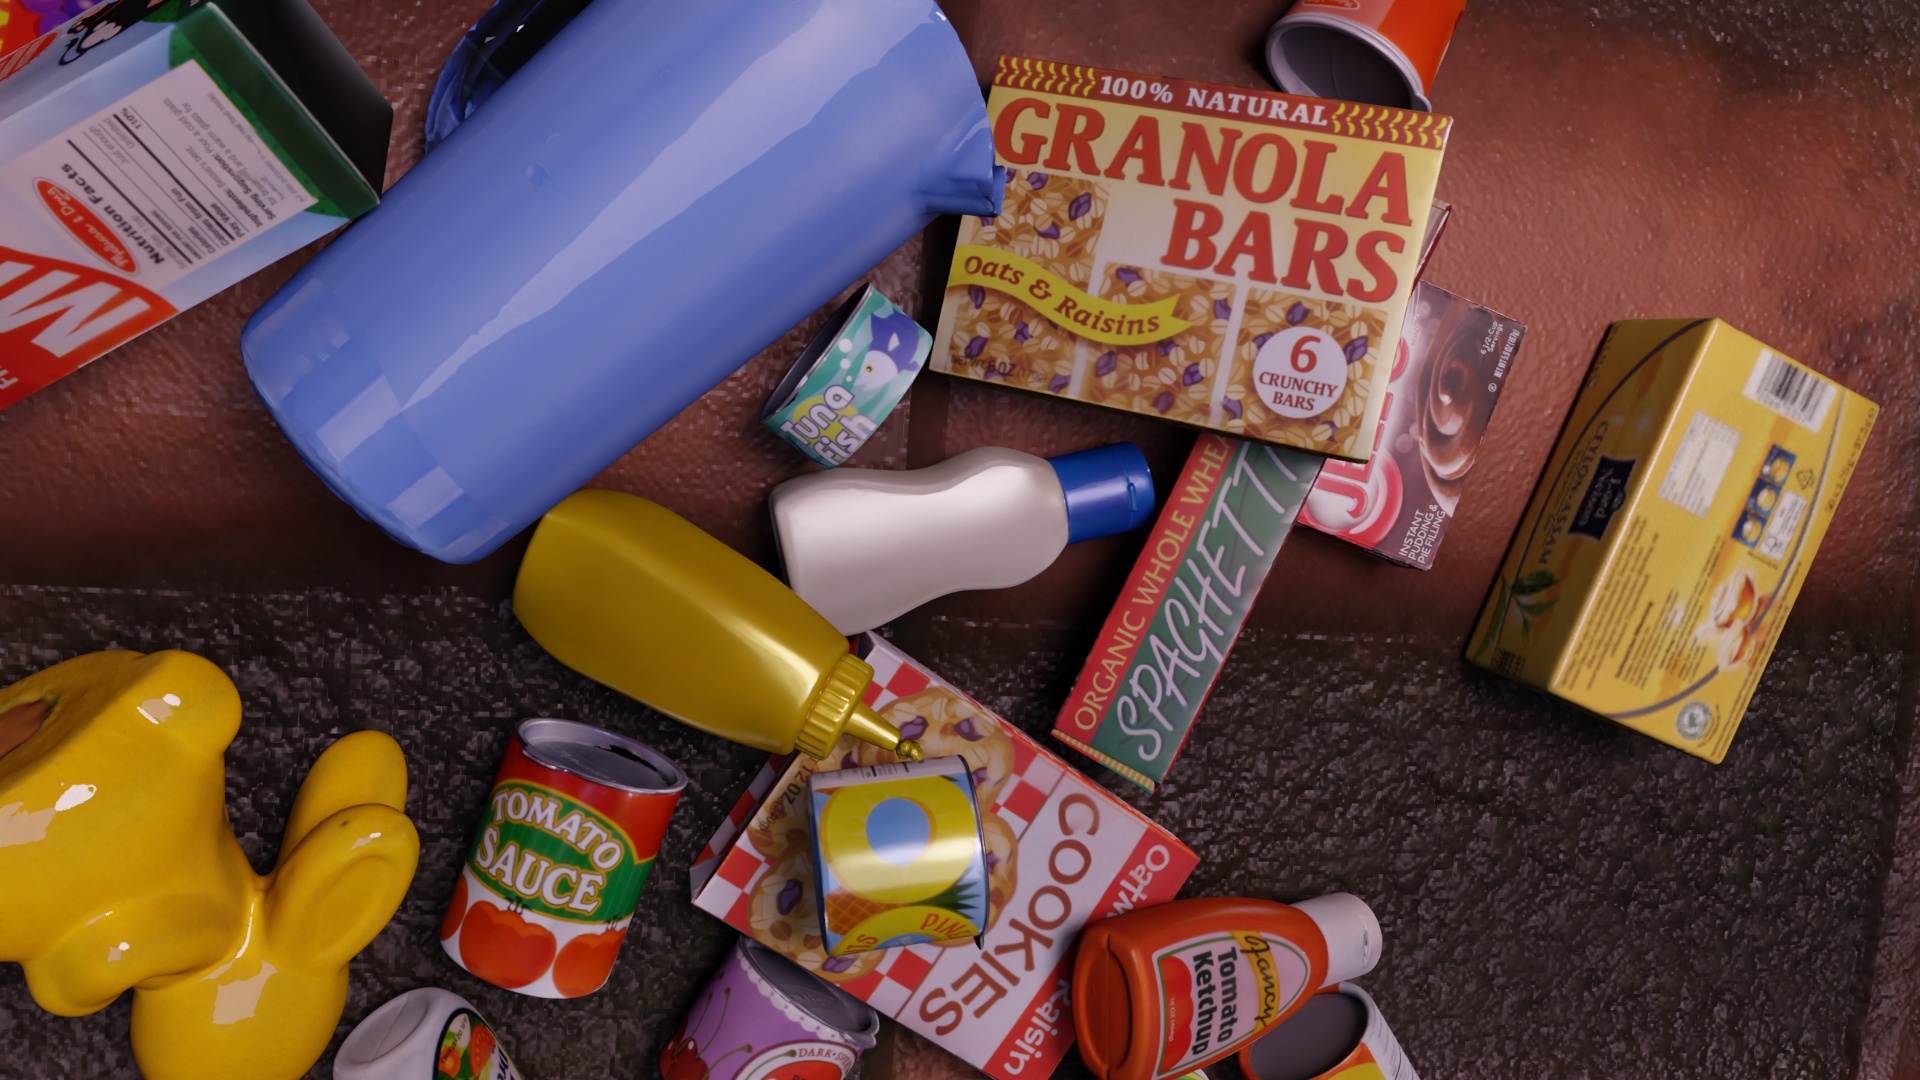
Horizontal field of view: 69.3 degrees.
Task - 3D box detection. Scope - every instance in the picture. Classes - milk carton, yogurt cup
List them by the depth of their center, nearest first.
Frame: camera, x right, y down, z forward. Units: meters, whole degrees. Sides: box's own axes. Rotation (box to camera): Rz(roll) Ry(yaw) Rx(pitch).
[{"bbox_3d":[-0.283,-0.105,0.435,0.190,0.072,0.073,-27,133,5],"label":"milk carton"},{"bbox_3d":[0.162,-0.202,0.549,0.072,0.072,0.054,35,81,-14],"label":"yogurt cup"}]

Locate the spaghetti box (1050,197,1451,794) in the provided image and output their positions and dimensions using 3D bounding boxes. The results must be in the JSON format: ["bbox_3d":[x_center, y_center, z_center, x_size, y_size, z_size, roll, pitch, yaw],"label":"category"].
[{"bbox_3d":[0.111,-0.023,0.544,0.050,0.029,0.249,27,95,15],"label":"spaghetti box"}]

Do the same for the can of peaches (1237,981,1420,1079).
[{"bbox_3d":[0.160,0.236,0.602,0.071,0.071,0.058,-32,103,-7],"label":"can of peaches"}]

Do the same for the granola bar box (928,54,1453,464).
[{"bbox_3d":[0.083,-0.105,0.518,0.165,0.039,0.124,13,93,15],"label":"granola bar box"}]

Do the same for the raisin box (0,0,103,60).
[{"bbox_3d":[-0.320,-0.188,0.456,0.123,0.040,0.086,-4,98,-11],"label":"raisin box"}]

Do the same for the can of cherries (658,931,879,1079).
[{"bbox_3d":[-0.074,0.197,0.543,0.071,0.071,0.058,35,89,-14],"label":"can of cherries"}]

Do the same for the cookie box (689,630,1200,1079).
[{"bbox_3d":[-0.005,0.133,0.566,0.167,0.040,0.123,35,89,-14],"label":"cookie box"}]

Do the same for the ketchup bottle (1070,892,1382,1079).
[{"bbox_3d":[0.113,0.175,0.570,0.149,0.043,0.064,-2,93,-38],"label":"ketchup bottle"}]

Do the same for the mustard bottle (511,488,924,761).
[{"bbox_3d":[-0.084,0.041,0.509,0.160,0.049,0.065,29,115,4],"label":"mustard bottle"}]

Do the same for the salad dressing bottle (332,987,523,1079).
[{"bbox_3d":[-0.180,0.241,0.533,0.044,0.064,0.147,-21,111,10],"label":"salad dressing bottle"}]

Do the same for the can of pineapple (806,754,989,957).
[{"bbox_3d":[-0.024,0.116,0.504,0.058,0.071,0.071,-6,99,-10],"label":"can of pineapple"}]

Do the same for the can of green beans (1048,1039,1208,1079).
[{"bbox_3d":[0.063,0.235,0.580,0.058,0.071,0.071,40,88,-15],"label":"can of green beans"}]

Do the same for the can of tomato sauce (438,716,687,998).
[{"bbox_3d":[-0.149,0.117,0.517,0.071,0.071,0.083,21,93,-14],"label":"can of tomato sauce"}]

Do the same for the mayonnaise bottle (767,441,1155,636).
[{"bbox_3d":[0.002,-0.007,0.550,0.148,0.041,0.064,-13,107,-12],"label":"mayonnaise bottle"}]

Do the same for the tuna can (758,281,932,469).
[{"bbox_3d":[-0.043,-0.060,0.517,0.033,0.071,0.071,38,88,-15],"label":"tuna can"}]
